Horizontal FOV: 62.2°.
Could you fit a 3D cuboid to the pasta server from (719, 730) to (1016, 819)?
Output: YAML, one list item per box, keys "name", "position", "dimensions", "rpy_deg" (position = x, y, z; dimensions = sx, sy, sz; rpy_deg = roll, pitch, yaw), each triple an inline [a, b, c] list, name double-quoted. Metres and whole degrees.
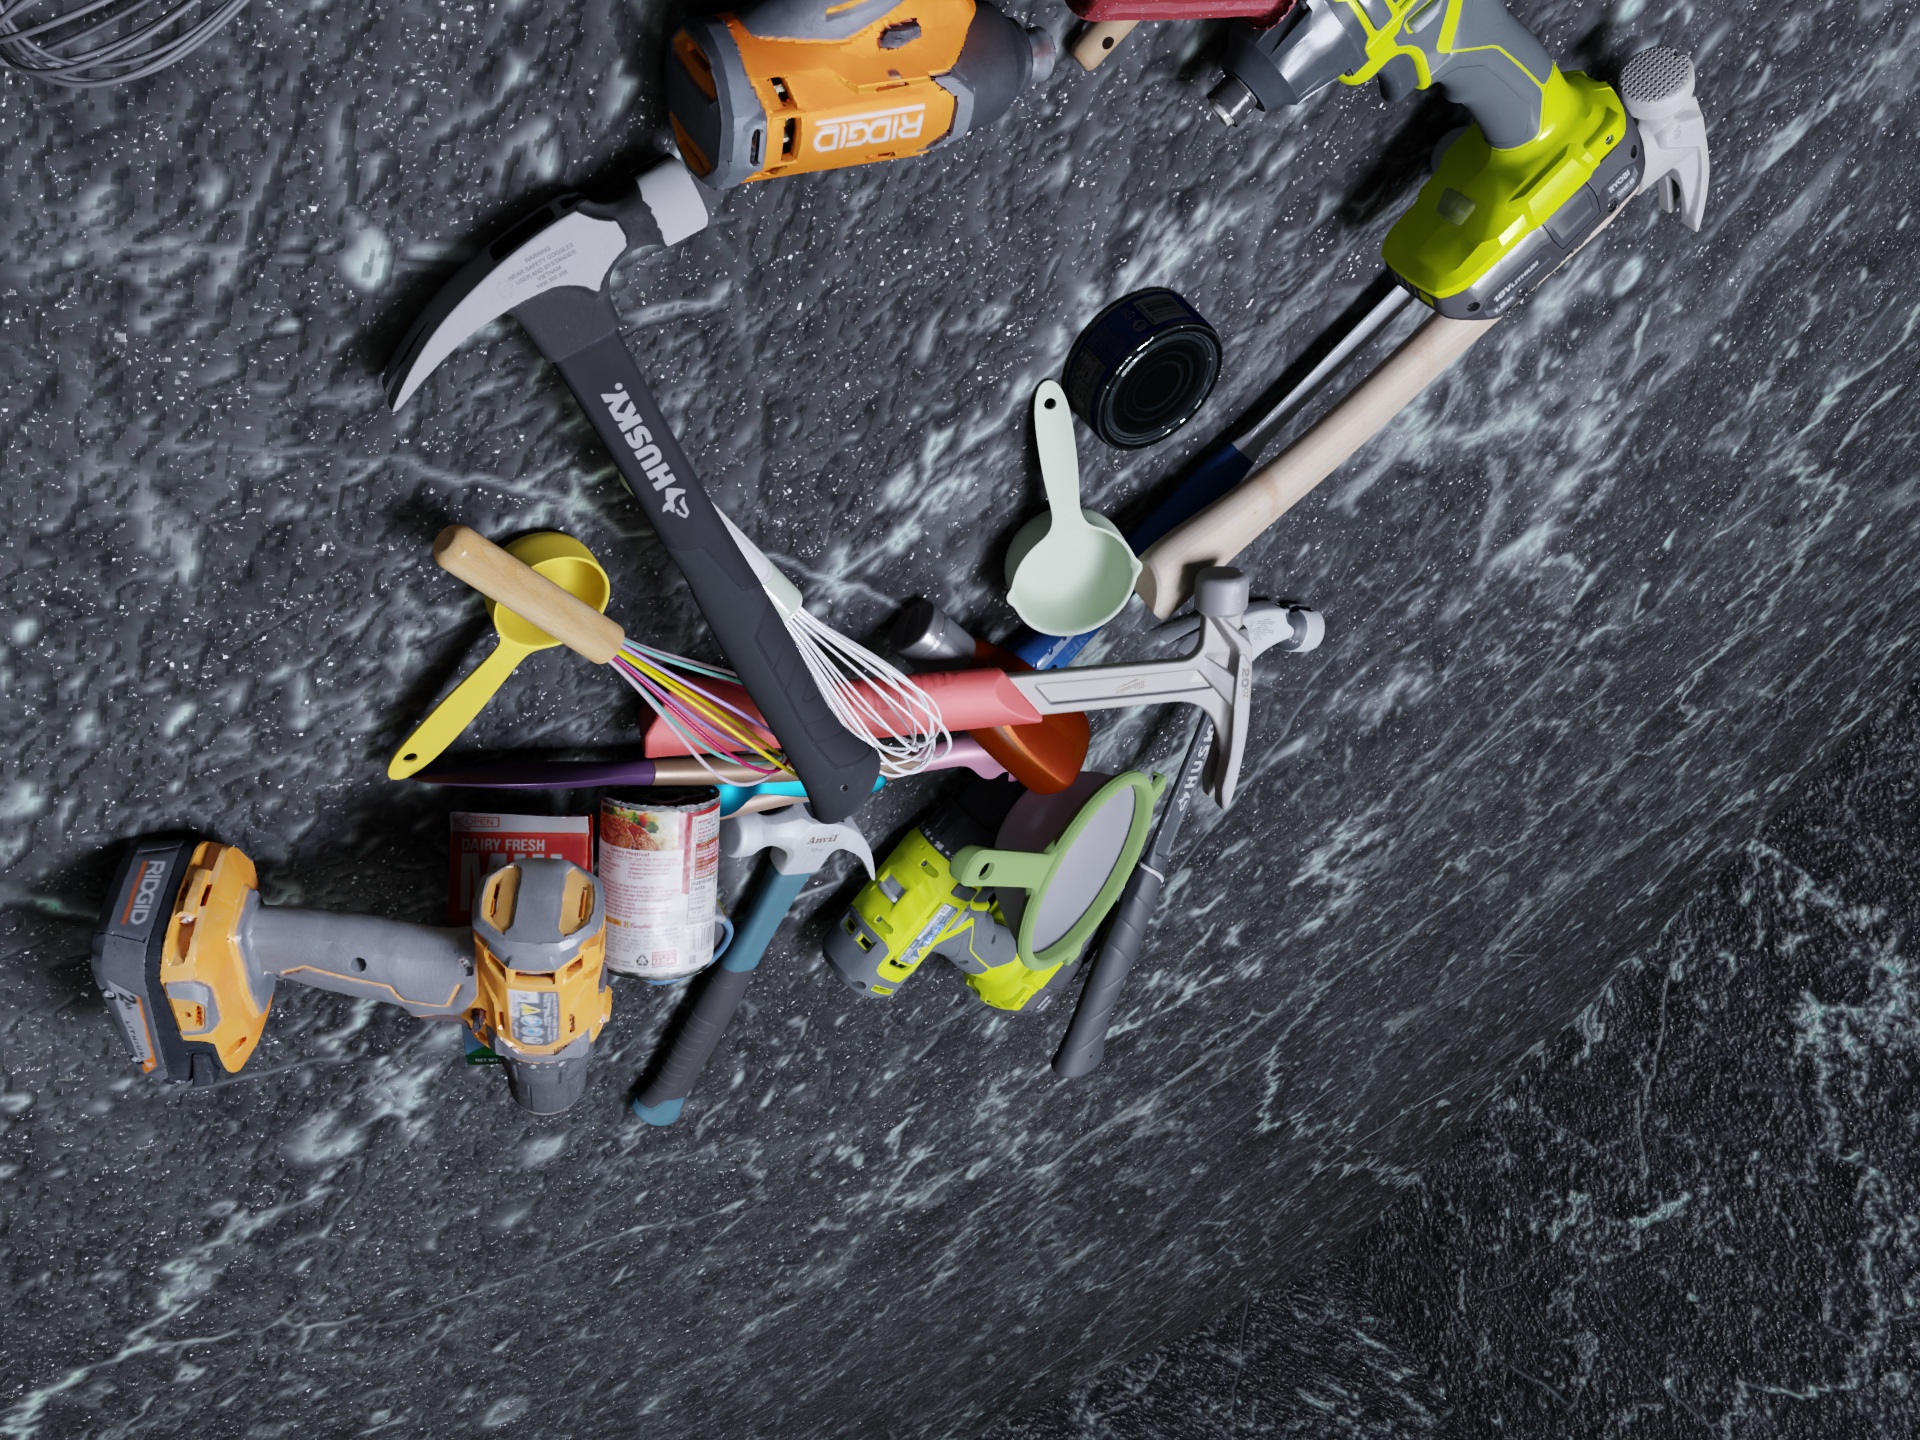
- name: "pasta server"
  position: [-0.060, 0.033, 1.004]
  dimensions: [0.316, 0.060, 0.040]
  rpy_deg: [-13, -179, -23]

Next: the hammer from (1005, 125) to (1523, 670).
- name: "hammer"
  position: [0.185, -0.170, 0.979]
  dimensions: [0.405, 0.035, 0.144]
  rpy_deg: [-45, 147, 14]

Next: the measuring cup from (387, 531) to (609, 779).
- name: "measuring cup"
  position: [-0.232, -0.031, 0.769]
  dimensions: [0.156, 0.029, 0.062]
  rpy_deg: [-44, 148, 17]

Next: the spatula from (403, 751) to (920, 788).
- name: "spatula"
  position: [-0.150, 0.028, 0.890]
  dimensions: [0.315, 0.060, 0.018]
  rpy_deg: [-1, 97, -39]

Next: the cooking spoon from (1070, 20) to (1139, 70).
- name: "cooking spoon"
  position: [0.161, -0.401, 0.666]
  dimensions: [0.319, 0.017, 0.068]
  rpy_deg: [-45, 143, 14]

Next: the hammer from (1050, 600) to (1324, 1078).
- name: "hammer"
  position: [0.147, 0.098, 1.196]
  dimensions: [0.149, 0.036, 0.408]
  rpy_deg: [-2, 119, -43]

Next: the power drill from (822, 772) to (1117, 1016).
- name: "power drill"
  position: [0.023, 0.131, 1.182]
  dimensions: [0.190, 0.080, 0.228]
  rpy_deg: [-51, 144, 7]

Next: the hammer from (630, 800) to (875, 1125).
- name: "hammer"
  position: [-0.161, 0.176, 1.107]
  dimensions: [0.128, 0.033, 0.331]
  rpy_deg: [-3, 136, -41]

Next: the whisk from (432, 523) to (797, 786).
- name: "whisk"
  position: [-0.152, -0.026, 0.766]
  dimensions: [0.051, 0.047, 0.244]
  rpy_deg: [-30, 142, 19]

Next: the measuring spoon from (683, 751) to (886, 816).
- name: "measuring spoon"
  position: [-0.101, 0.039, 0.953]
  dimensions: [0.128, 0.021, 0.042]
  rpy_deg: [0, 101, -25]

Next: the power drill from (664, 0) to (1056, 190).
- name: "power drill"
  position: [-0.018, -0.304, 0.566]
  dimensions: [0.164, 0.084, 0.226]
  rpy_deg: [-19, 149, -27]

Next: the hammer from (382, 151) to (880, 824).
- name: "hammer"
  position: [-0.119, -0.071, 0.720]
  dimensions: [0.146, 0.035, 0.334]
  rpy_deg: [-30, 129, -6]

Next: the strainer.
- name: "strainer"
  position: [0.039, 0.084, 1.027]
  dimensions: [0.256, 0.069, 0.151]
  rpy_deg: [12, 106, -62]

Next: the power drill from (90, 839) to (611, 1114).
- name: "power drill"
  position: [-0.291, 0.138, 0.800]
  dimensions: [0.226, 0.084, 0.185]
  rpy_deg: [4, 138, -9]

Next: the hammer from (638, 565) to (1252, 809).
- name: "hammer"
  position: [-0.001, -0.003, 0.915]
  dimensions: [0.359, 0.037, 0.149]
  rpy_deg: [-6, 113, -16]

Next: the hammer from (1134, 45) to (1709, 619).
- name: "hammer"
  position: [0.268, -0.204, 0.946]
  dimensions: [0.410, 0.038, 0.146]
  rpy_deg: [-42, 149, 10]

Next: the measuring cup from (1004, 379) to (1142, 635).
- name: "measuring cup"
  position: [0.056, -0.126, 0.919]
  dimensions: [0.083, 0.038, 0.167]
  rpy_deg: [-14, 127, -4]

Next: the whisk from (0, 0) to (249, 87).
- name: "whisk"
  position: [-0.193, -0.261, 0.486]
  dimensions: [0.239, 0.055, 0.055]
  rpy_deg: [-35, 149, -11]

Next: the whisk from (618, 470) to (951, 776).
- name: "whisk"
  position: [-0.084, -0.051, 0.803]
  dimensions: [0.059, 0.058, 0.246]
  rpy_deg: [-7, 140, 39]

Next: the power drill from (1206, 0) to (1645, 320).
- name: "power drill"
  position: [0.229, -0.306, 0.778]
  dimensions: [0.171, 0.080, 0.223]
  rpy_deg: [-45, 133, 12]
